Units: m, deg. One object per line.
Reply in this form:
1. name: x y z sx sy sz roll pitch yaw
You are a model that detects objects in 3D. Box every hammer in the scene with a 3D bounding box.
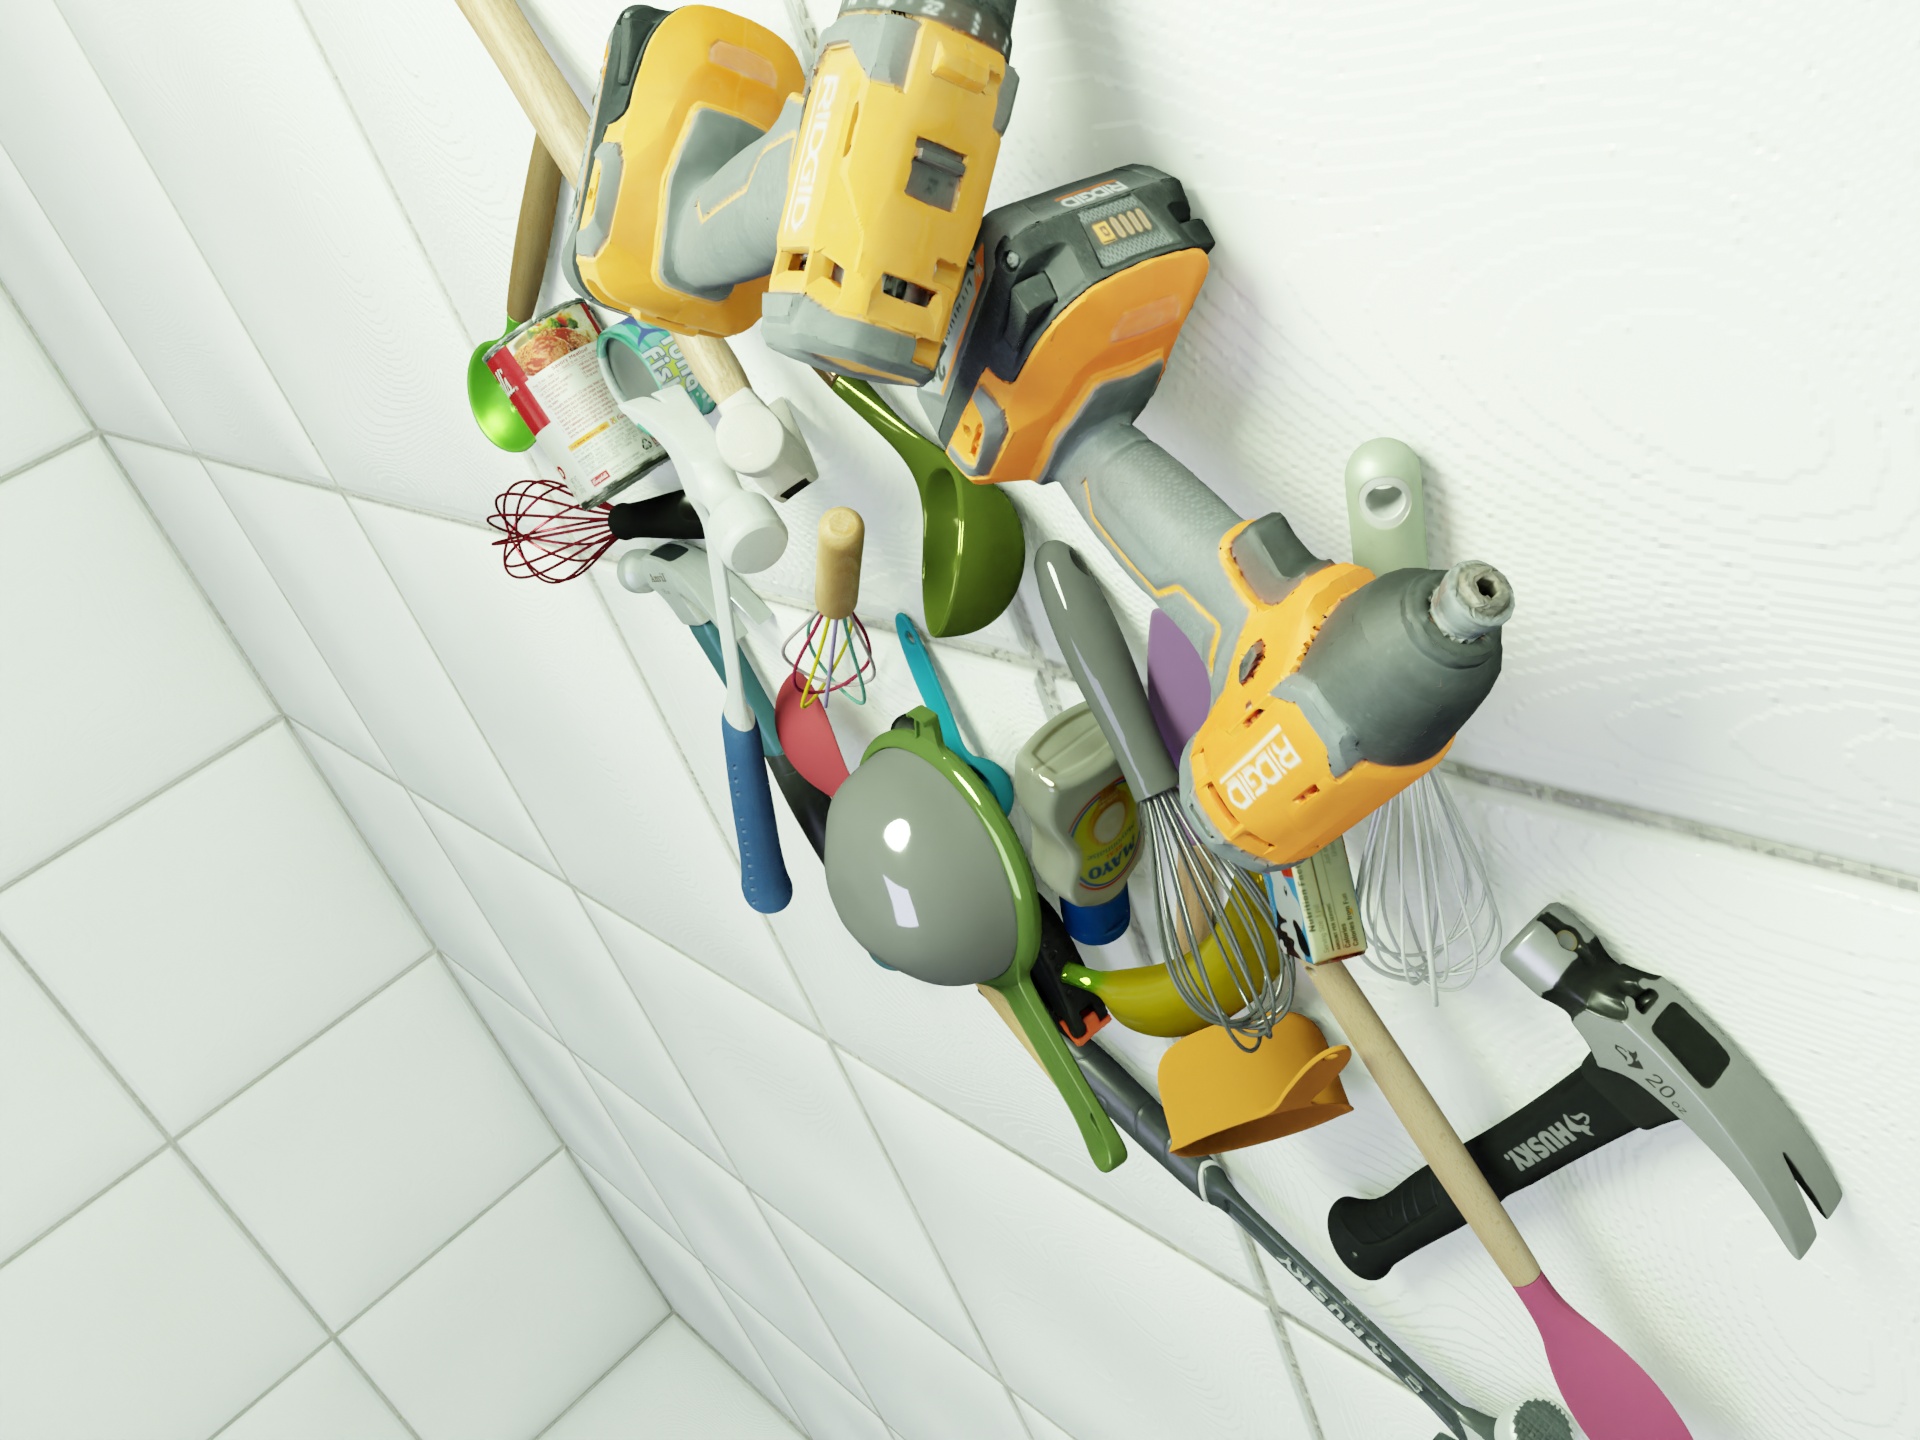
1. hammer: 0.243 0.204 0.712 0.146 0.035 0.334 44 152 16
2. hammer: -0.165 -0.247 0.758 0.331 0.031 0.130 58 -176 4
3. hammer: 0.162 0.288 0.941 0.409 0.036 0.149 42 152 20
4. hammer: -0.131 -0.015 0.925 0.144 0.035 0.405 55 159 32
5. hammer: -0.114 0.029 1.055 0.128 0.033 0.330 6 128 56

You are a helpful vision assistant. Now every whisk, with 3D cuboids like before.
1. whisk: 0.166 0.009 0.589 0.058 0.059 0.246 -5 123 16
2. whisk: -0.065 -0.051 0.813 0.051 0.047 0.245 59 167 10
3. whisk: 0.084 0.031 0.691 0.239 0.055 0.055 67 154 6
4. whisk: -0.222 -0.125 1.005 0.296 0.073 0.073 3 126 49

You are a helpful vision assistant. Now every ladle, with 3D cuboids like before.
1. ladle: -0.020 0.101 0.925 0.315 0.031 0.069 52 154 13
2. ladle: -0.080 -0.171 0.734 0.320 0.062 0.078 50 156 8

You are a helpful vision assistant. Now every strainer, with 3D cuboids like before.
1. strainer: -0.003 0.129 0.826 0.256 0.069 0.151 59 150 10

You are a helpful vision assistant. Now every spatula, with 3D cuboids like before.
1. spatula: 0.115 0.073 0.769 0.060 0.018 0.315 29 145 31

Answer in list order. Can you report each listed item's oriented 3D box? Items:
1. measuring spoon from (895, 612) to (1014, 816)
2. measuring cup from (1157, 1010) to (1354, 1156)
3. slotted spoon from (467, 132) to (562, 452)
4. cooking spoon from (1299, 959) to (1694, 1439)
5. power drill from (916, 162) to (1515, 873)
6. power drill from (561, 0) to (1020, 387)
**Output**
1. measuring spoon: -0.001 -0.003 0.866 0.042 0.021 0.128 -10 106 59
2. measuring cup: 0.144 0.157 0.741 0.173 0.095 0.052 100 157 -61
3. slotted spoon: -0.255 -0.253 0.936 0.070 0.031 0.313 50 151 3
4. cooking spoon: 0.232 0.222 0.691 0.319 0.017 0.069 56 153 -8
5. power drill: 0.085 -0.072 0.533 0.226 0.084 0.164 58 154 13
6. power drill: -0.058 -0.220 0.566 0.226 0.084 0.185 25 102 54
